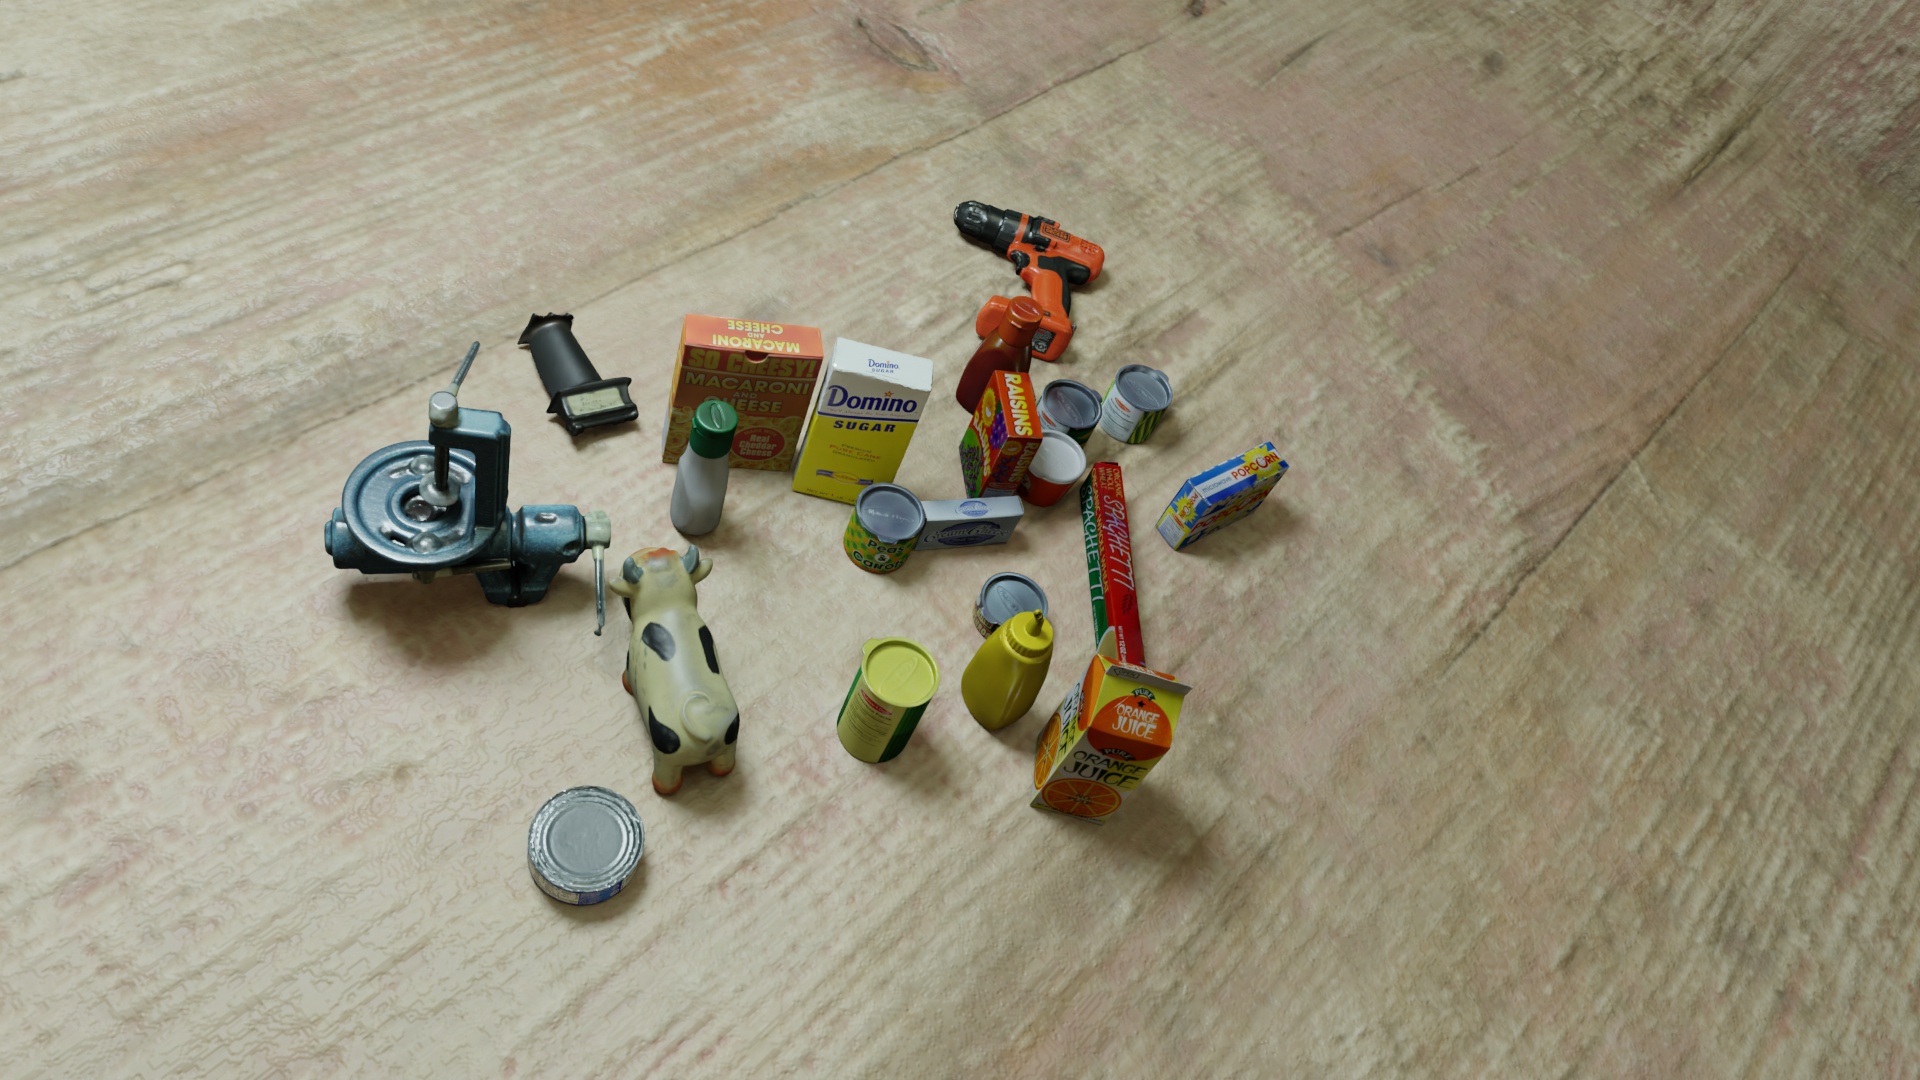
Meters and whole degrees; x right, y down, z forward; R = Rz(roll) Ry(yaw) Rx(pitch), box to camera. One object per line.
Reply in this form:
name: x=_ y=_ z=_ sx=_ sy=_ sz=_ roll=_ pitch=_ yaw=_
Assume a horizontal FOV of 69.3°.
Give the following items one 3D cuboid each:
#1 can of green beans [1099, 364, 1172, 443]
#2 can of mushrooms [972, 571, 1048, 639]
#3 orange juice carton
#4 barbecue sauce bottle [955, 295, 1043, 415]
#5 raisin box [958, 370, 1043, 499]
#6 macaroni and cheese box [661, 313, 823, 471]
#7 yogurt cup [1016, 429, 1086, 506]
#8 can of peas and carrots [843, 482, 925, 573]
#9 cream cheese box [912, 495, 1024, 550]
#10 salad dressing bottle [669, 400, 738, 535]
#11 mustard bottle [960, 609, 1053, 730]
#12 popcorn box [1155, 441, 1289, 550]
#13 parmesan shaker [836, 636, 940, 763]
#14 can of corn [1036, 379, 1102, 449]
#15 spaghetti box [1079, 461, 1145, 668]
can of green beans: x=0.188 y=-0.147 z=1.500 sx=0.071 sy=0.057 sz=0.071 roll=10 pitch=52 yaw=-13
can of mushrooms: x=0.045 y=0.066 z=1.305 sx=0.071 sy=0.033 sz=0.071 roll=10 pitch=52 yaw=-13
orange juice carton: x=0.124 y=0.160 z=1.163 sx=0.072 sy=0.191 sz=0.073 roll=17 pitch=51 yaw=-8
barbecue sauce bottle: x=0.044 y=-0.186 z=1.417 sx=0.065 sy=0.147 sz=0.044 roll=32 pitch=51 yaw=4
raisin box: x=0.039 y=-0.095 z=1.365 sx=0.040 sy=0.122 sz=0.086 roll=4 pitch=54 yaw=-18
macaroni and cheese box: x=-0.202 y=-0.131 z=1.276 sx=0.124 sy=0.165 sz=0.040 roll=3 pitch=54 yaw=-18
yogurt cup: x=0.087 y=-0.071 z=1.409 sx=0.072 sy=0.053 sz=0.073 roll=10 pitch=52 yaw=-13
can of peas and carrots: x=-0.072 y=-0.009 z=1.302 sx=0.071 sy=0.058 sz=0.071 roll=10 pitch=52 yaw=-13
cream cheese box: x=0.005 y=-0.017 z=1.339 sx=0.104 sy=0.053 sz=0.024 roll=-4 pitch=57 yaw=-23
salad dressing bottle: x=-0.226 y=-0.064 z=1.229 sx=0.044 sy=0.146 sz=0.064 roll=-4 pitch=57 yaw=-23
mustard bottle: x=0.047 y=0.104 z=1.197 sx=0.049 sy=0.159 sz=0.065 roll=-25 pitch=67 yaw=-33
popcorn box: x=0.271 y=-0.046 z=1.438 sx=0.127 sy=0.084 sz=0.038 roll=-24 pitch=66 yaw=-32
parmesan shaker: x=-0.064 y=0.133 z=1.171 sx=0.071 sy=0.102 sz=0.071 roll=10 pitch=52 yaw=-13
can of corn: x=0.109 y=-0.126 z=1.455 sx=0.071 sy=0.058 sz=0.071 roll=10 pitch=52 yaw=-13
spaghetti box: x=0.147 y=0.033 z=1.357 sx=0.029 sy=0.050 sz=0.251 roll=8 pitch=53 yaw=-14
